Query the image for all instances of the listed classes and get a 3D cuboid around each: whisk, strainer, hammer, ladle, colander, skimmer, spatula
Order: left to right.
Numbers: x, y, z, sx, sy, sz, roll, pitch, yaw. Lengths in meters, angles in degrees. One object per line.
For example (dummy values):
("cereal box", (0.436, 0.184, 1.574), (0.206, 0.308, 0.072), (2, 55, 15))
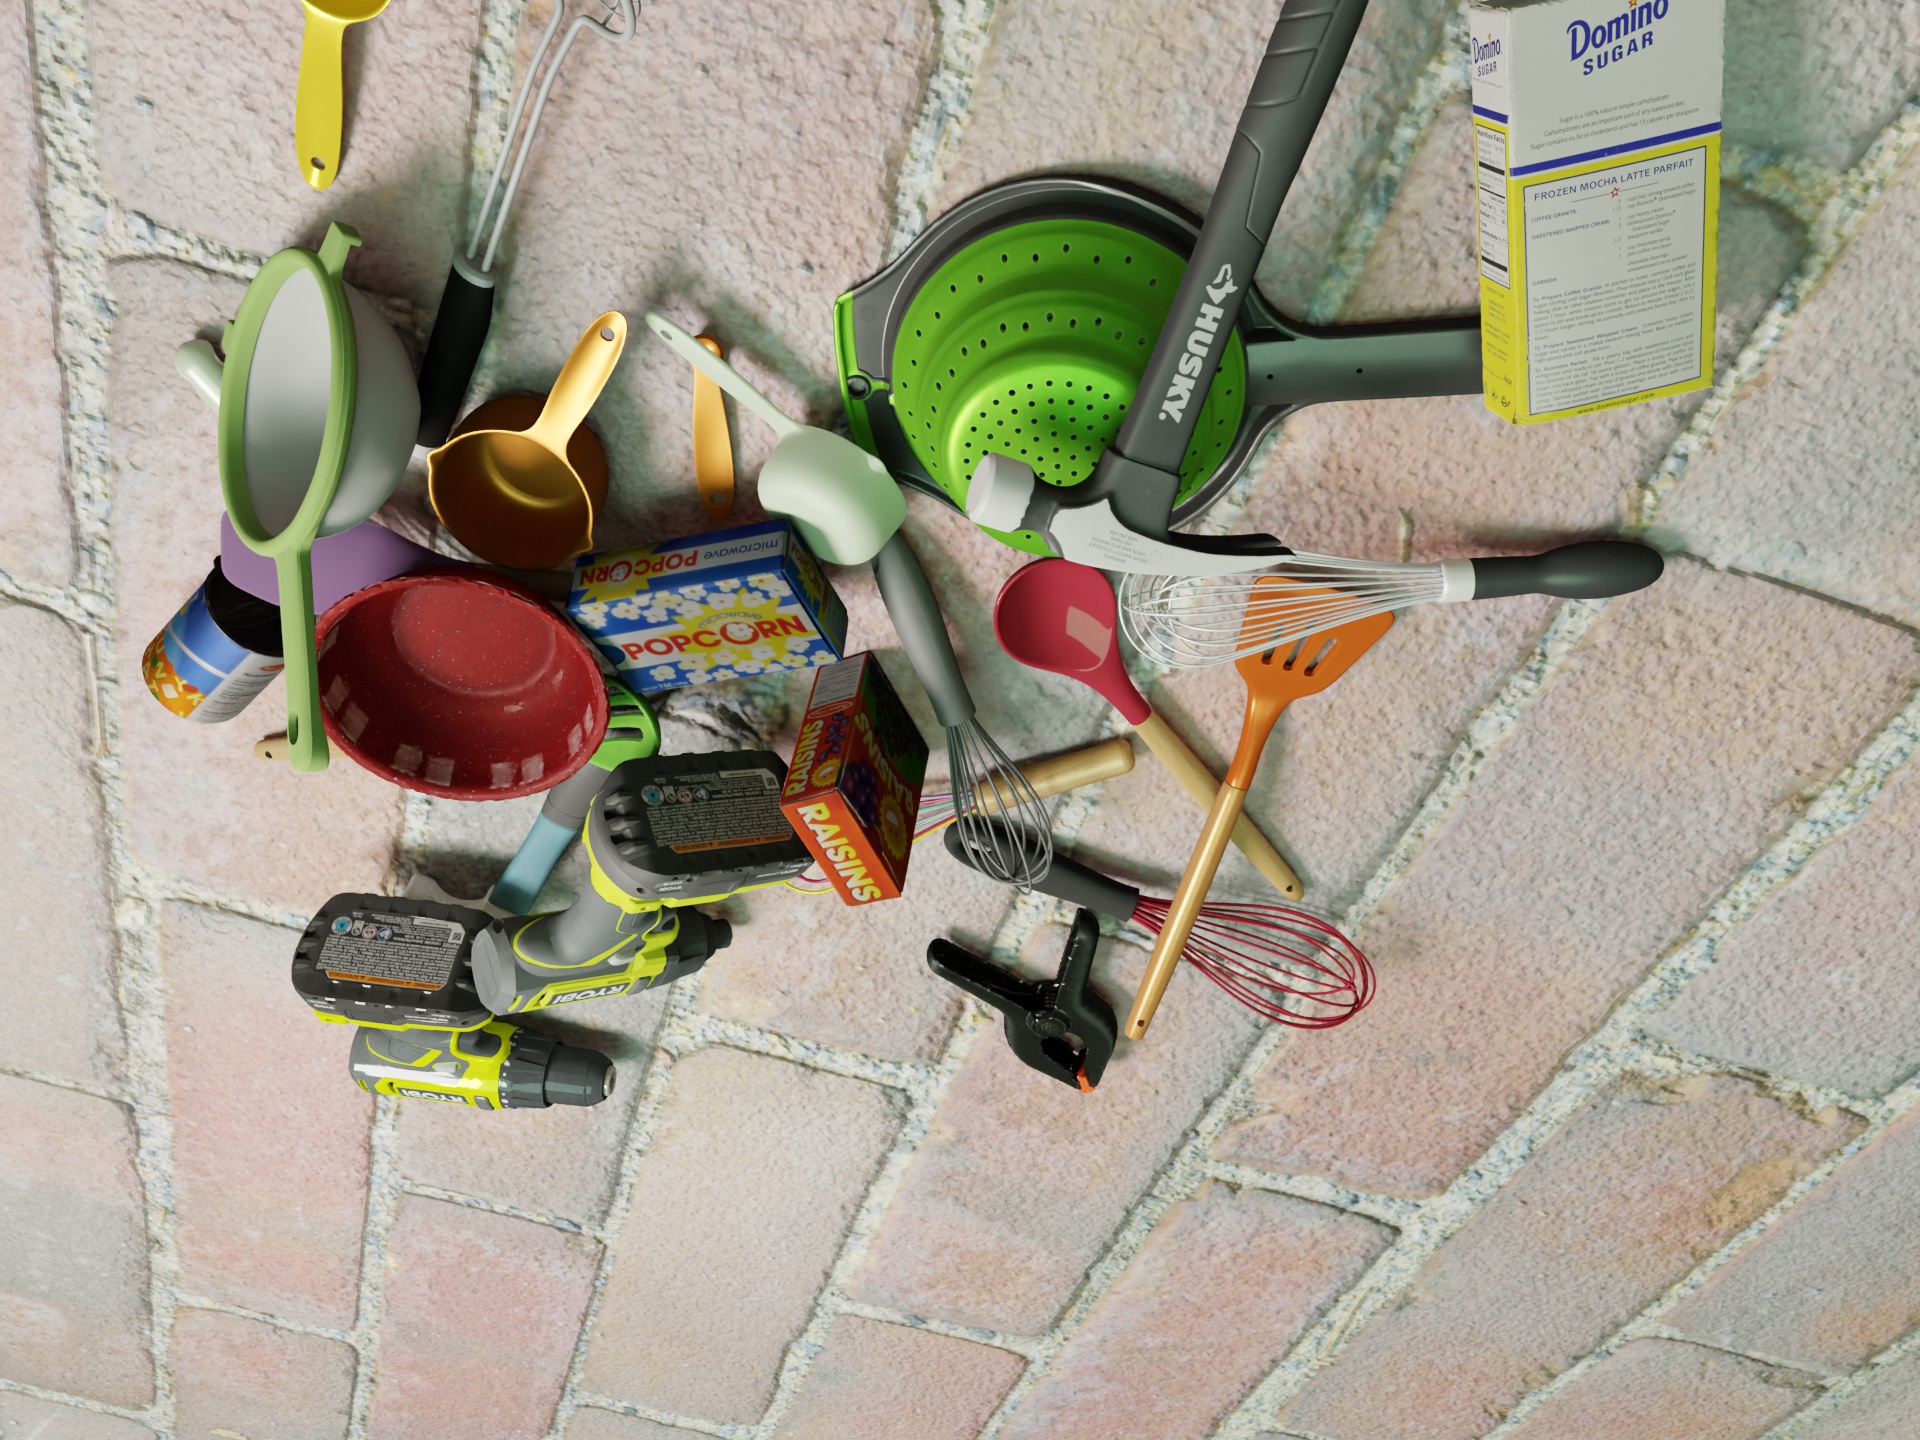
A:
("strainer", (-0.304, -0.102, 0.785), (0.069, 0.256, 0.151), (1, 169, -44))
("whisk", (-0.340, -0.112, 0.890), (0.059, 0.058, 0.246), (-41, 117, -5))
("skimmer", (-0.229, -0.251, 0.723), (0.127, 0.090, 0.363), (46, 131, 12))
("spatula", (-0.244, -0.075, 0.885), (0.316, 0.018, 0.059), (5, 116, -10))
("hammer", (-0.251, 0.052, 1.019), (0.128, 0.033, 0.331), (28, 128, -14))
("whisk", (-0.008, 0.059, 0.985), (0.245, 0.047, 0.051), (-18, 143, 17))
("whisk", (-0.002, -0.002, 0.906), (0.055, 0.055, 0.238), (-15, 112, 19))
("whisk", (0.127, 0.126, 1.015), (0.296, 0.073, 0.073), (22, 130, -2))
("ladle", (0.122, 0.013, 0.938), (0.069, 0.031, 0.315), (-37, 121, 12))
("spatula", (0.155, 0.062, 0.936), (0.081, 0.041, 0.322), (16, 113, -5))
("colander", (0.130, -0.149, 0.754), (0.397, 0.095, 0.204), (-1, 130, 9))
("hammer", (0.125, -0.217, 0.664), (0.146, 0.035, 0.334), (15, 109, -16))
("whisk", (0.223, -0.071, 0.823), (0.284, 0.070, 0.070), (-5, 130, -1))

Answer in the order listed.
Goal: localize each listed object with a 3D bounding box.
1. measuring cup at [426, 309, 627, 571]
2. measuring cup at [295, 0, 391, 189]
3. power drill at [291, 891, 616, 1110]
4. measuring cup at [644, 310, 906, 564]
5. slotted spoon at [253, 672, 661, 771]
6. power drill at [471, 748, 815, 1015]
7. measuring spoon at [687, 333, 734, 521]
("measuring cup", (-0.209, -0.155, 0.826), (0.095, 0.052, 0.173), (30, 126, -17))
("measuring cup", (-0.286, -0.311, 0.728), (0.062, 0.029, 0.156), (22, 141, -11))
("power drill", (-0.352, 0.212, 1.117), (0.190, 0.080, 0.228), (6, 147, 4))
("measuring cup", (-0.102, -0.139, 0.808), (0.167, 0.038, 0.083), (39, 158, -22))
("slotted spoon", (-0.311, 0.008, 0.970), (0.314, 0.031, 0.070), (-4, 119, 23))
("power drill", (-0.186, 0.107, 0.980), (0.171, 0.080, 0.223), (-4, 152, -37))
("measuring spoon", (-0.132, -0.155, 0.844), (0.021, 0.011, 0.116), (4, 134, 1))
